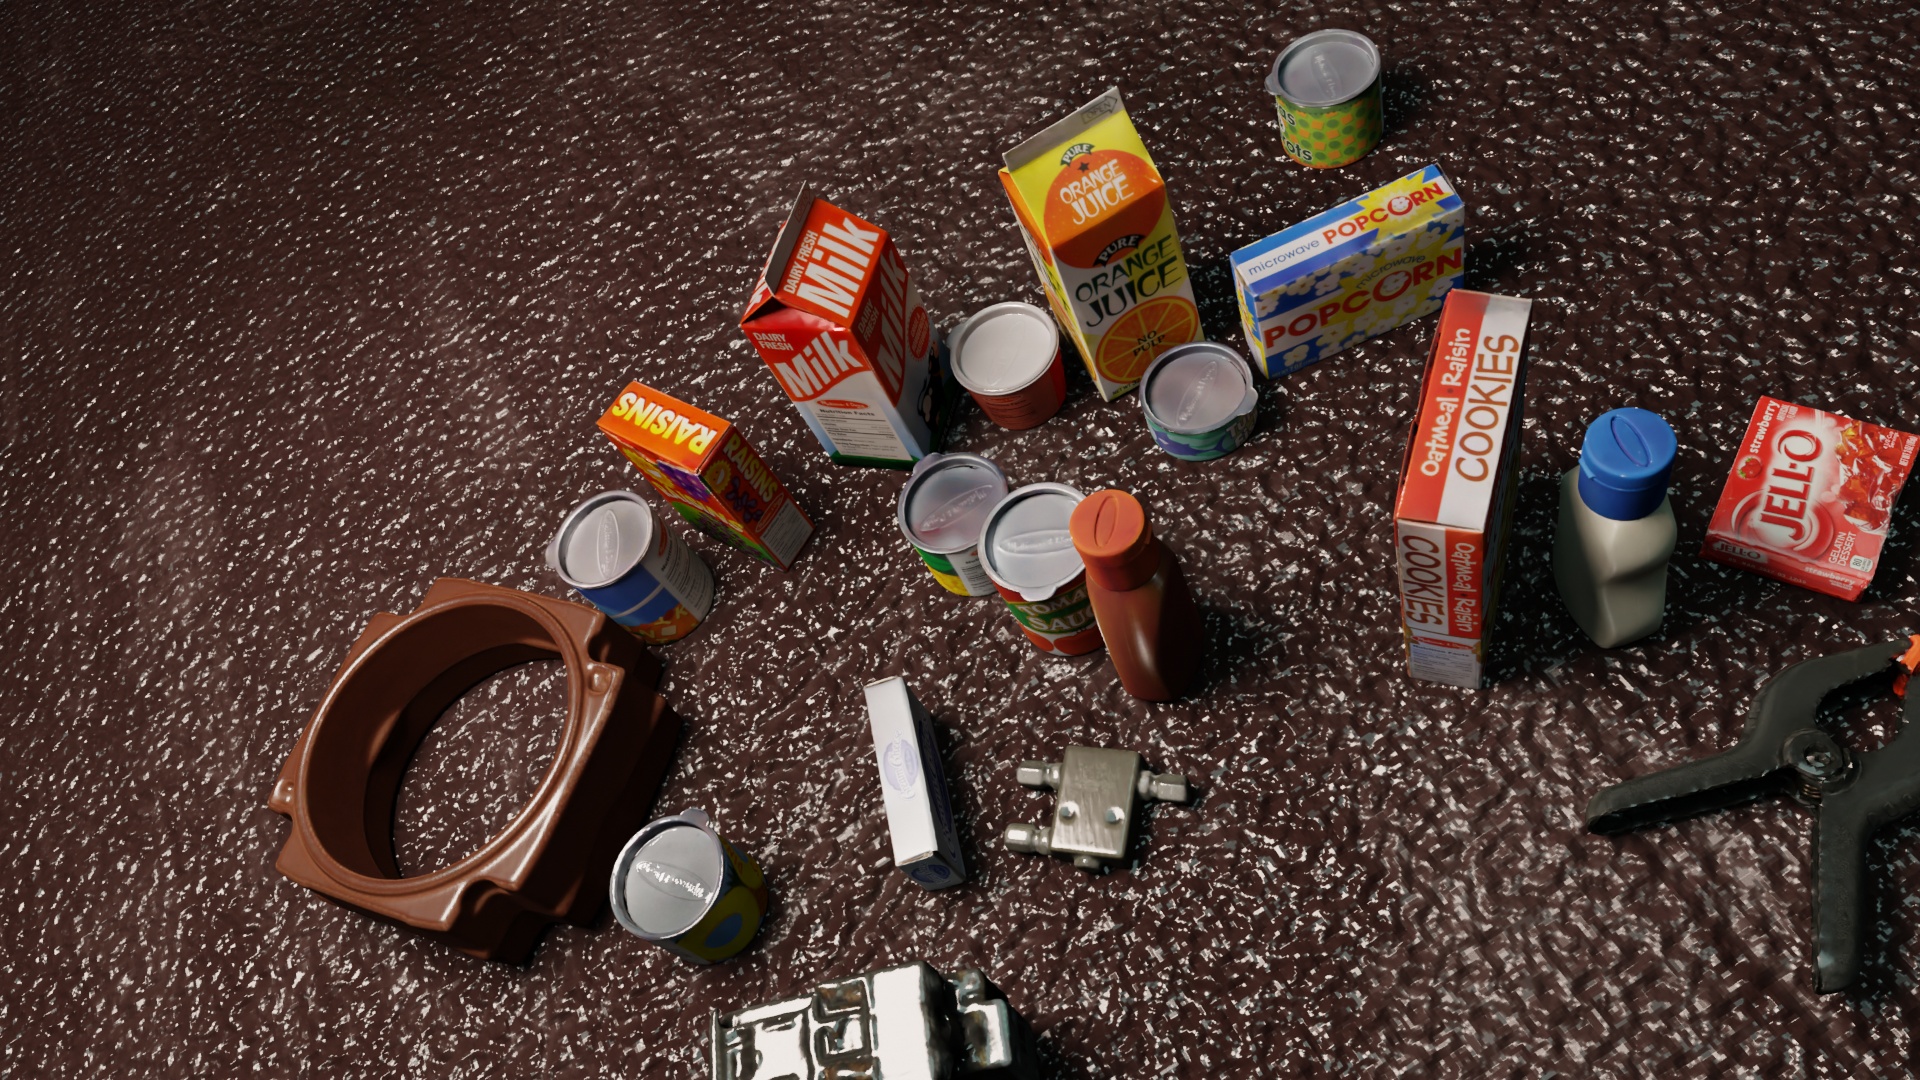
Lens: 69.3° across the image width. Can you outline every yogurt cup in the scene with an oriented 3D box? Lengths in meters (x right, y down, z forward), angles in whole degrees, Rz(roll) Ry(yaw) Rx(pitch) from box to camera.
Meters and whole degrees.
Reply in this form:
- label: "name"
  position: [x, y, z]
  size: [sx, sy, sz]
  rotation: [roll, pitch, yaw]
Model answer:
- label: "yogurt cup"
  position: [0.033, -0.105, 0.859]
  size: [0.072, 0.053, 0.073]
  rotation: [-9, 58, 15]

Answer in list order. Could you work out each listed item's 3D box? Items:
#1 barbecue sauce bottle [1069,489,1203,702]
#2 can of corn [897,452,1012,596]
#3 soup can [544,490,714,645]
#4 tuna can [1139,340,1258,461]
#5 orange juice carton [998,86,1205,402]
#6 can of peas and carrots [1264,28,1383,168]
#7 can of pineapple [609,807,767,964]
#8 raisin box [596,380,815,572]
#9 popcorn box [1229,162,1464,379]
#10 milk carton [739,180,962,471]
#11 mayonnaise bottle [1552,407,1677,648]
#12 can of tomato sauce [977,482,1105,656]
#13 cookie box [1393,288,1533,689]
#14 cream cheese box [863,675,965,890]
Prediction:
- label: "barbecue sauce bottle"
  position: [0.090, 0.027, 0.703]
  size: [0.043, 0.148, 0.065]
  rotation: [4, 63, 22]
- label: "can of corn"
  position: [0.003, -0.010, 0.811]
  size: [0.071, 0.058, 0.071]
  rotation: [-9, 58, 15]
- label: "soup can"
  position: [-0.201, 0.019, 0.850]
  size: [0.071, 0.083, 0.071]
  rotation: [-9, 58, 15]
- label: "tuna can"
  position: [0.143, -0.081, 0.818]
  size: [0.071, 0.032, 0.071]
  rotation: [-9, 58, 15]
- label: "orange juice carton"
  position: [0.080, -0.172, 0.798]
  size: [0.072, 0.192, 0.073]
  rotation: [-29, 56, 2]
- label: "can of peas and carrots"
  position: [0.233, -0.280, 0.889]
  size: [0.071, 0.058, 0.071]
  rotation: [-9, 58, 15]
- label: "can of pineapple"
  position: [-0.143, 0.187, 0.746]
  size: [0.071, 0.057, 0.071]
  rotation: [-9, 58, 15]
- label: "raisin box"
  position: [-0.152, -0.037, 0.842]
  size: [0.086, 0.123, 0.040]
  rotation: [25, 72, 30]
- label: "popcorn box"
  position: [0.224, -0.152, 0.800]
  size: [0.127, 0.085, 0.038]
  rotation: [-23, 56, 5]
- label: "milk carton"
  position: [-0.067, -0.121, 0.821]
  size: [0.073, 0.190, 0.072]
  rotation: [6, 63, 23]
- label: "mayonnaise bottle"
  position: [0.305, -0.006, 0.647]
  size: [0.041, 0.147, 0.065]
  rotation: [-21, 56, 8]
- label: "can of tomato sauce"
  position: [0.053, 0.019, 0.760]
  size: [0.071, 0.082, 0.071]
  rotation: [-9, 58, 15]
- label: "cookie box"
  position: [0.241, -0.019, 0.666]
  size: [0.040, 0.167, 0.123]
  rotation: [9, 65, 24]
- label: "cream cheese box"
  position: [-0.024, 0.129, 0.740]
  size: [0.024, 0.053, 0.104]
  rotation: [-19, 56, 8]
